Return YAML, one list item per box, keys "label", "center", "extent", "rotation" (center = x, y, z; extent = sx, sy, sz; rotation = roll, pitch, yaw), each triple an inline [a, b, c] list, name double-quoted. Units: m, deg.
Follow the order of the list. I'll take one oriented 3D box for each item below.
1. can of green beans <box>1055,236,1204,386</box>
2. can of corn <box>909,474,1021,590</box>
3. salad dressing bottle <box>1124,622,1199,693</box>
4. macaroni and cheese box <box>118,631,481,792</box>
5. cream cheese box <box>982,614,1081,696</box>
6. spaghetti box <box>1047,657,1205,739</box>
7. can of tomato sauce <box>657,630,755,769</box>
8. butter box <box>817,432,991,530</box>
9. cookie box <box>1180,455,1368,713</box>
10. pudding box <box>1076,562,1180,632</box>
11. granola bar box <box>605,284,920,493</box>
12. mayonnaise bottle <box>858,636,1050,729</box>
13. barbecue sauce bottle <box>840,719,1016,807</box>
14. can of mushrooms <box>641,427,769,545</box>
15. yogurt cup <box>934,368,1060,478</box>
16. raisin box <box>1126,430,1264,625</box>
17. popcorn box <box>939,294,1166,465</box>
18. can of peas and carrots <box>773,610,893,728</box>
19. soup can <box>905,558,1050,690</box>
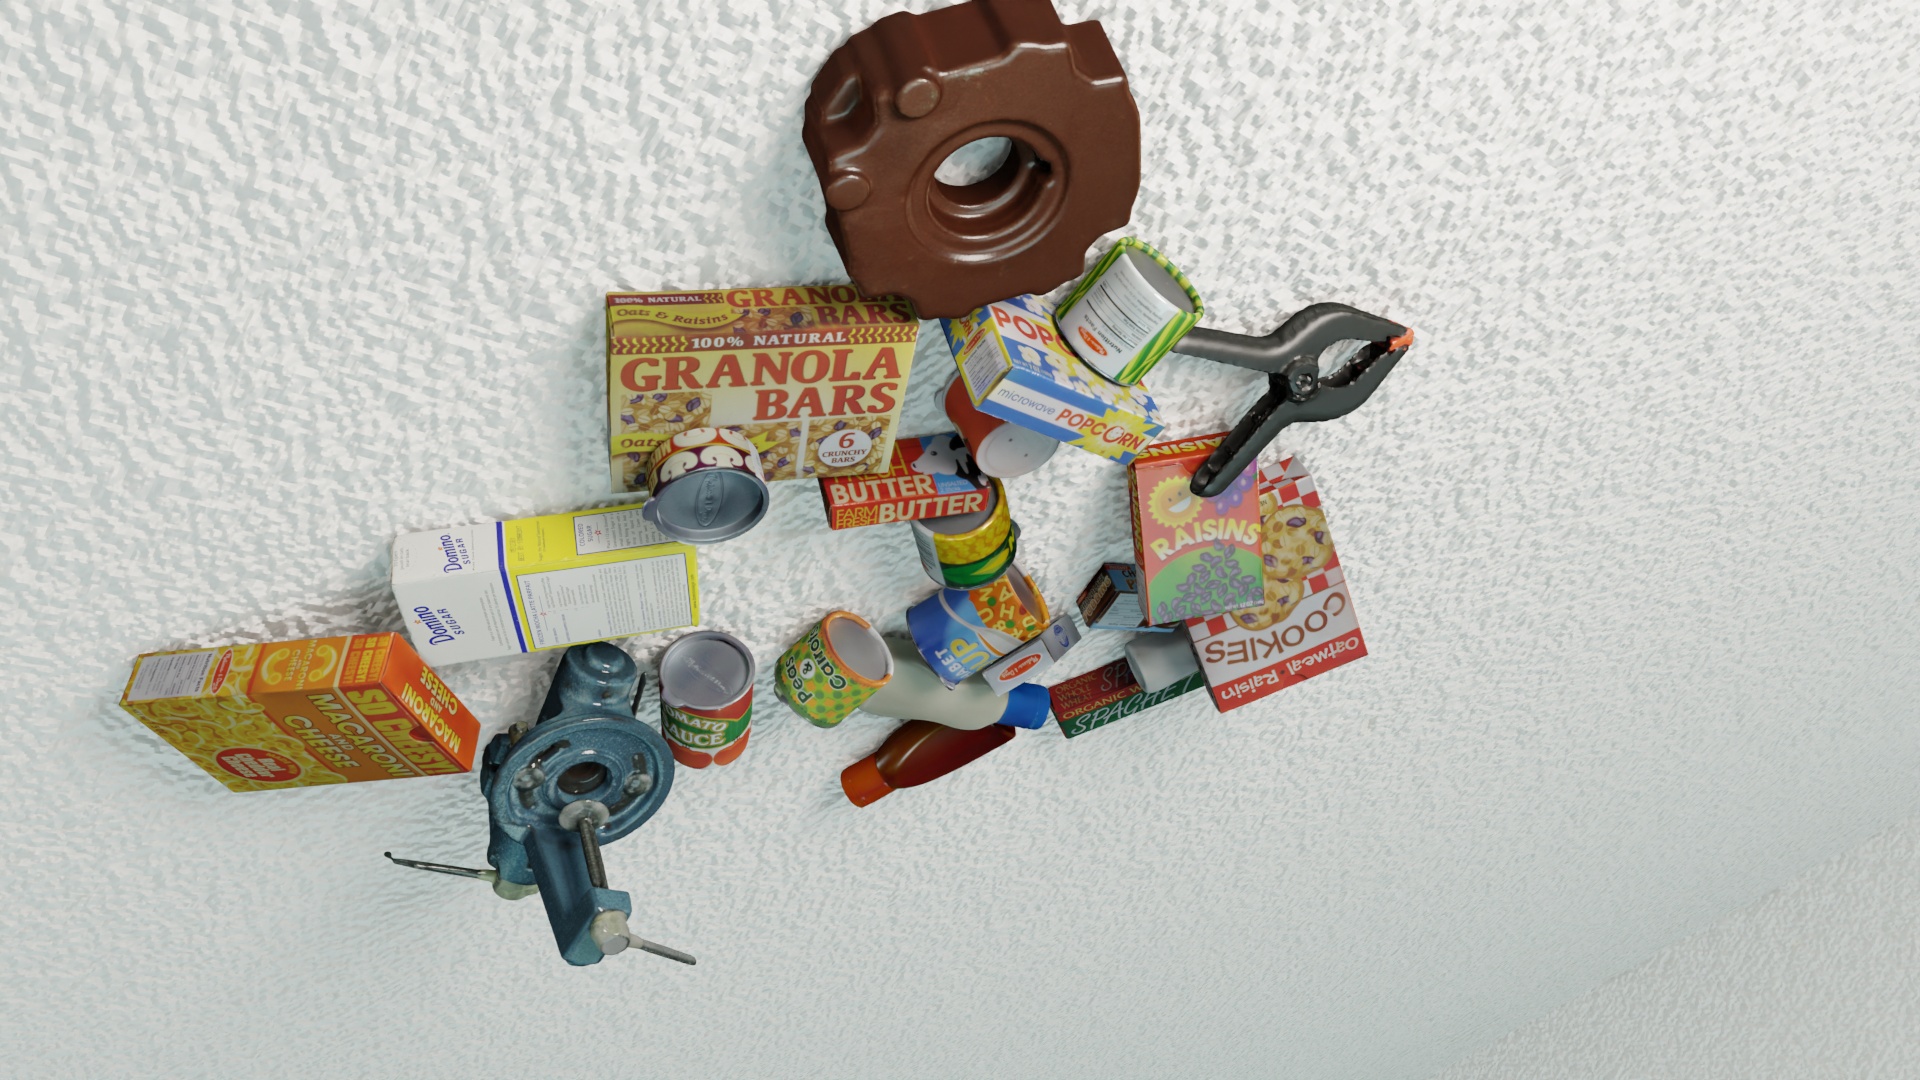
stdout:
- label: "can of green beans"
  center: [0.098, -0.133, 0.804]
  extent: [0.071, 0.071, 0.057]
  rotation: [17, 130, -38]
- label: "can of corn"
  center: [0.003, -0.011, 0.916]
  extent: [0.071, 0.071, 0.058]
  rotation: [-18, 143, -2]
- label: "salad dressing bottle"
  center: [0.208, 0.075, 1.128]
  extent: [0.148, 0.044, 0.064]
  rotation: [-23, -172, -6]
- label: "macaroni and cheese box"
  center: [-0.408, 0.111, 0.872]
  extent: [0.166, 0.040, 0.123]
  rotation: [-5, 144, 7]
- label: "cream cheese box"
  center: [0.056, 0.086, 1.053]
  extent: [0.053, 0.024, 0.104]
  rotation: [-32, 177, 17]
- label: "spaghetti box"
  center: [0.194, 0.104, 1.178]
  extent: [0.250, 0.029, 0.050]
  rotation: [-22, 143, 3]
- label: "can of tomato sauce"
  center: [-0.182, 0.116, 0.990]
  extent: [0.071, 0.071, 0.082]
  rotation: [-7, 142, -16]
- label: "butter box"
  center: [-0.038, -0.038, 0.874]
  extent: [0.104, 0.053, 0.024]
  rotation: [-8, 140, -15]
- label: "cookie box"
  center: [0.222, 0.036, 1.038]
  extent: [0.123, 0.040, 0.166]
  rotation: [-23, 116, 4]
- label: "pudding box"
  center: [0.139, 0.045, 1.078]
  extent: [0.084, 0.030, 0.049]
  rotation: [4, 136, -29]
- label: "granola bar box"
  center: [-0.116, -0.087, 0.789]
  extent: [0.166, 0.039, 0.123]
  rotation: [-5, 142, -18]
- label: "mayonnaise bottle"
  center: [-0.004, 0.116, 1.072]
  extent: [0.148, 0.041, 0.064]
  rotation: [14, 127, -22]
- label: "barbecue sauce bottle"
  center: [-0.031, 0.174, 1.153]
  extent: [0.148, 0.044, 0.064]
  rotation: [-31, 133, 16]
- label: "can of mushrooms"
  center: [-0.146, -0.030, 0.784]
  extent: [0.071, 0.033, 0.070]
  rotation: [-12, 144, -9]
- label: "yogurt cup"
  center: [0.028, -0.075, 0.855]
  extent: [0.072, 0.054, 0.072]
  rotation: [-13, 143, -10]
- label: "raisin box"
  center: [0.163, -0.009, 0.965]
  extent: [0.086, 0.040, 0.123]
  rotation: [-9, 114, -3]
- label: "popcorn box"
  center: [0.052, -0.100, 0.809]
  extent: [0.127, 0.085, 0.038]
  rotation: [17, 129, -38]
- label: "can of peas and carrots"
  center: [-0.093, 0.092, 1.002]
  extent: [0.071, 0.071, 0.058]
  rotation: [23, 125, -42]
- label: "soup can"
  center: [0.014, 0.058, 1.004]
  extent: [0.083, 0.071, 0.071]
  rotation: [-32, 141, 16]
